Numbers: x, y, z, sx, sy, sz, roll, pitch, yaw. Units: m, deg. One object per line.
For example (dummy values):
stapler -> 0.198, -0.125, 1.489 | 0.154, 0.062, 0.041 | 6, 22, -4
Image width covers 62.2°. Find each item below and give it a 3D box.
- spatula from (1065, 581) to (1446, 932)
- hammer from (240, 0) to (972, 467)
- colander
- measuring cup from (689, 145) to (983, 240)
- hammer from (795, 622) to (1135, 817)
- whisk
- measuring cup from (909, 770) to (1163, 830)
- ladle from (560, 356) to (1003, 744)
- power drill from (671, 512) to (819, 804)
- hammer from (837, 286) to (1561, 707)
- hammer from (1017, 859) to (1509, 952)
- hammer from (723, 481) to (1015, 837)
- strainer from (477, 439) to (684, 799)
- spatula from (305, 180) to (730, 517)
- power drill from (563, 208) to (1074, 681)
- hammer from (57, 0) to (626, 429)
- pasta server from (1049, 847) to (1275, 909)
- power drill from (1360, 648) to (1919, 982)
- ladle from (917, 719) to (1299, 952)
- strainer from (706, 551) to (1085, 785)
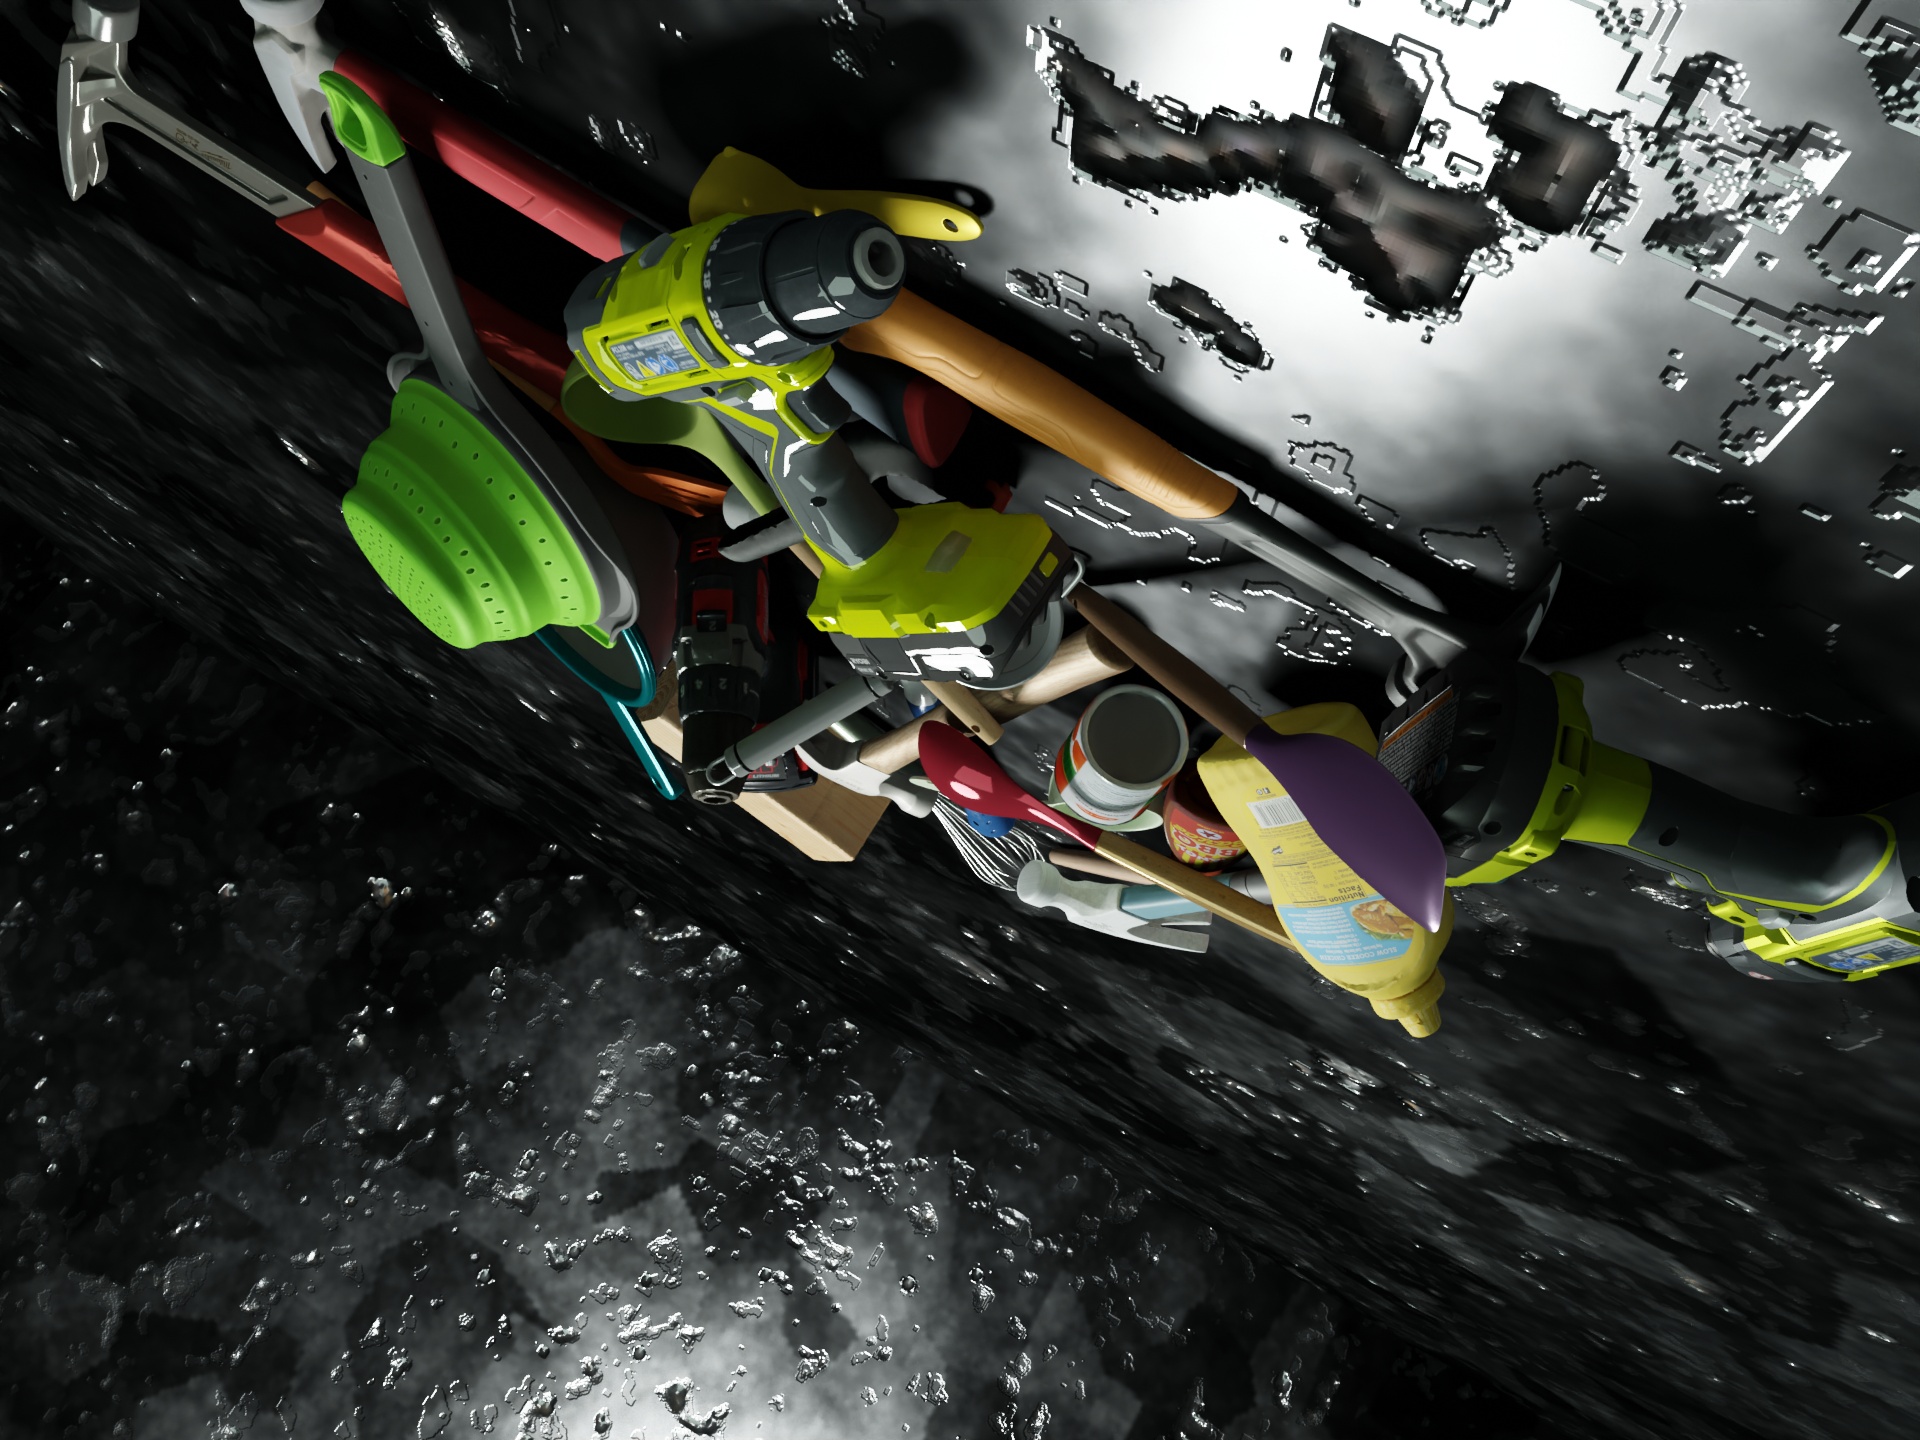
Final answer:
spatula -> 0.123, -0.005, 0.732 | 0.316, 0.018, 0.059 | -133, 33, -56
hammer -> -0.169, -0.230, 0.779 | 0.386, 0.038, 0.143 | 31, 163, 1
colander -> -0.292, -0.155, 0.860 | 0.205, 0.094, 0.396 | 37, 155, 23
measuring cup -> -0.056, -0.206, 0.668 | 0.157, 0.029, 0.062 | 19, 158, 38
hammer -> -0.002, -0.003, 1.008 | 0.130, 0.031, 0.331 | 24, 155, -24
whisk -> -0.024, 0.060, 1.290 | 0.246, 0.058, 0.059 | 41, 125, -15
measuring cup -> 0.051, 0.038, 1.035 | 0.167, 0.038, 0.083 | 10, 163, -6
ladle -> -0.095, -0.094, 0.904 | 0.320, 0.062, 0.078 | 45, 143, -10
power drill -> -0.149, -0.014, 1.084 | 0.080, 0.188, 0.226 | -2, 161, 2
hammer -> 0.088, -0.108, 0.686 | 0.337, 0.034, 0.127 | 31, 163, 4
hammer -> 0.184, 0.101, 0.975 | 0.128, 0.033, 0.331 | 24, 156, -30
hammer -> -0.026, -0.020, 1.097 | 0.144, 0.035, 0.405 | 22, 159, 28
strainer -> -0.239, -0.076, 1.141 | 0.211, 0.095, 0.340 | 30, 153, 35
spatula -> -0.263, -0.219, 0.985 | 0.322, 0.041, 0.081 | 41, 160, -15
power drill -> -0.049, -0.121, 0.698 | 0.191, 0.080, 0.228 | 3, 141, 48
hammer -> -0.348, -0.267, 0.920 | 0.359, 0.037, 0.149 | 32, 140, -9
pasta server -> 0.162, 0.124, 1.167 | 0.060, 0.040, 0.316 | 12, 176, -33
power drill -> 0.291, 0.054, 0.669 | 0.223, 0.080, 0.171 | 17, 161, -1
ladle -> 0.107, 0.083, 0.949 | 0.315, 0.031, 0.069 | 26, 152, 14
strainer -> -0.040, -0.029, 0.892 | 0.087, 0.258, 0.050 | 59, -164, -5
